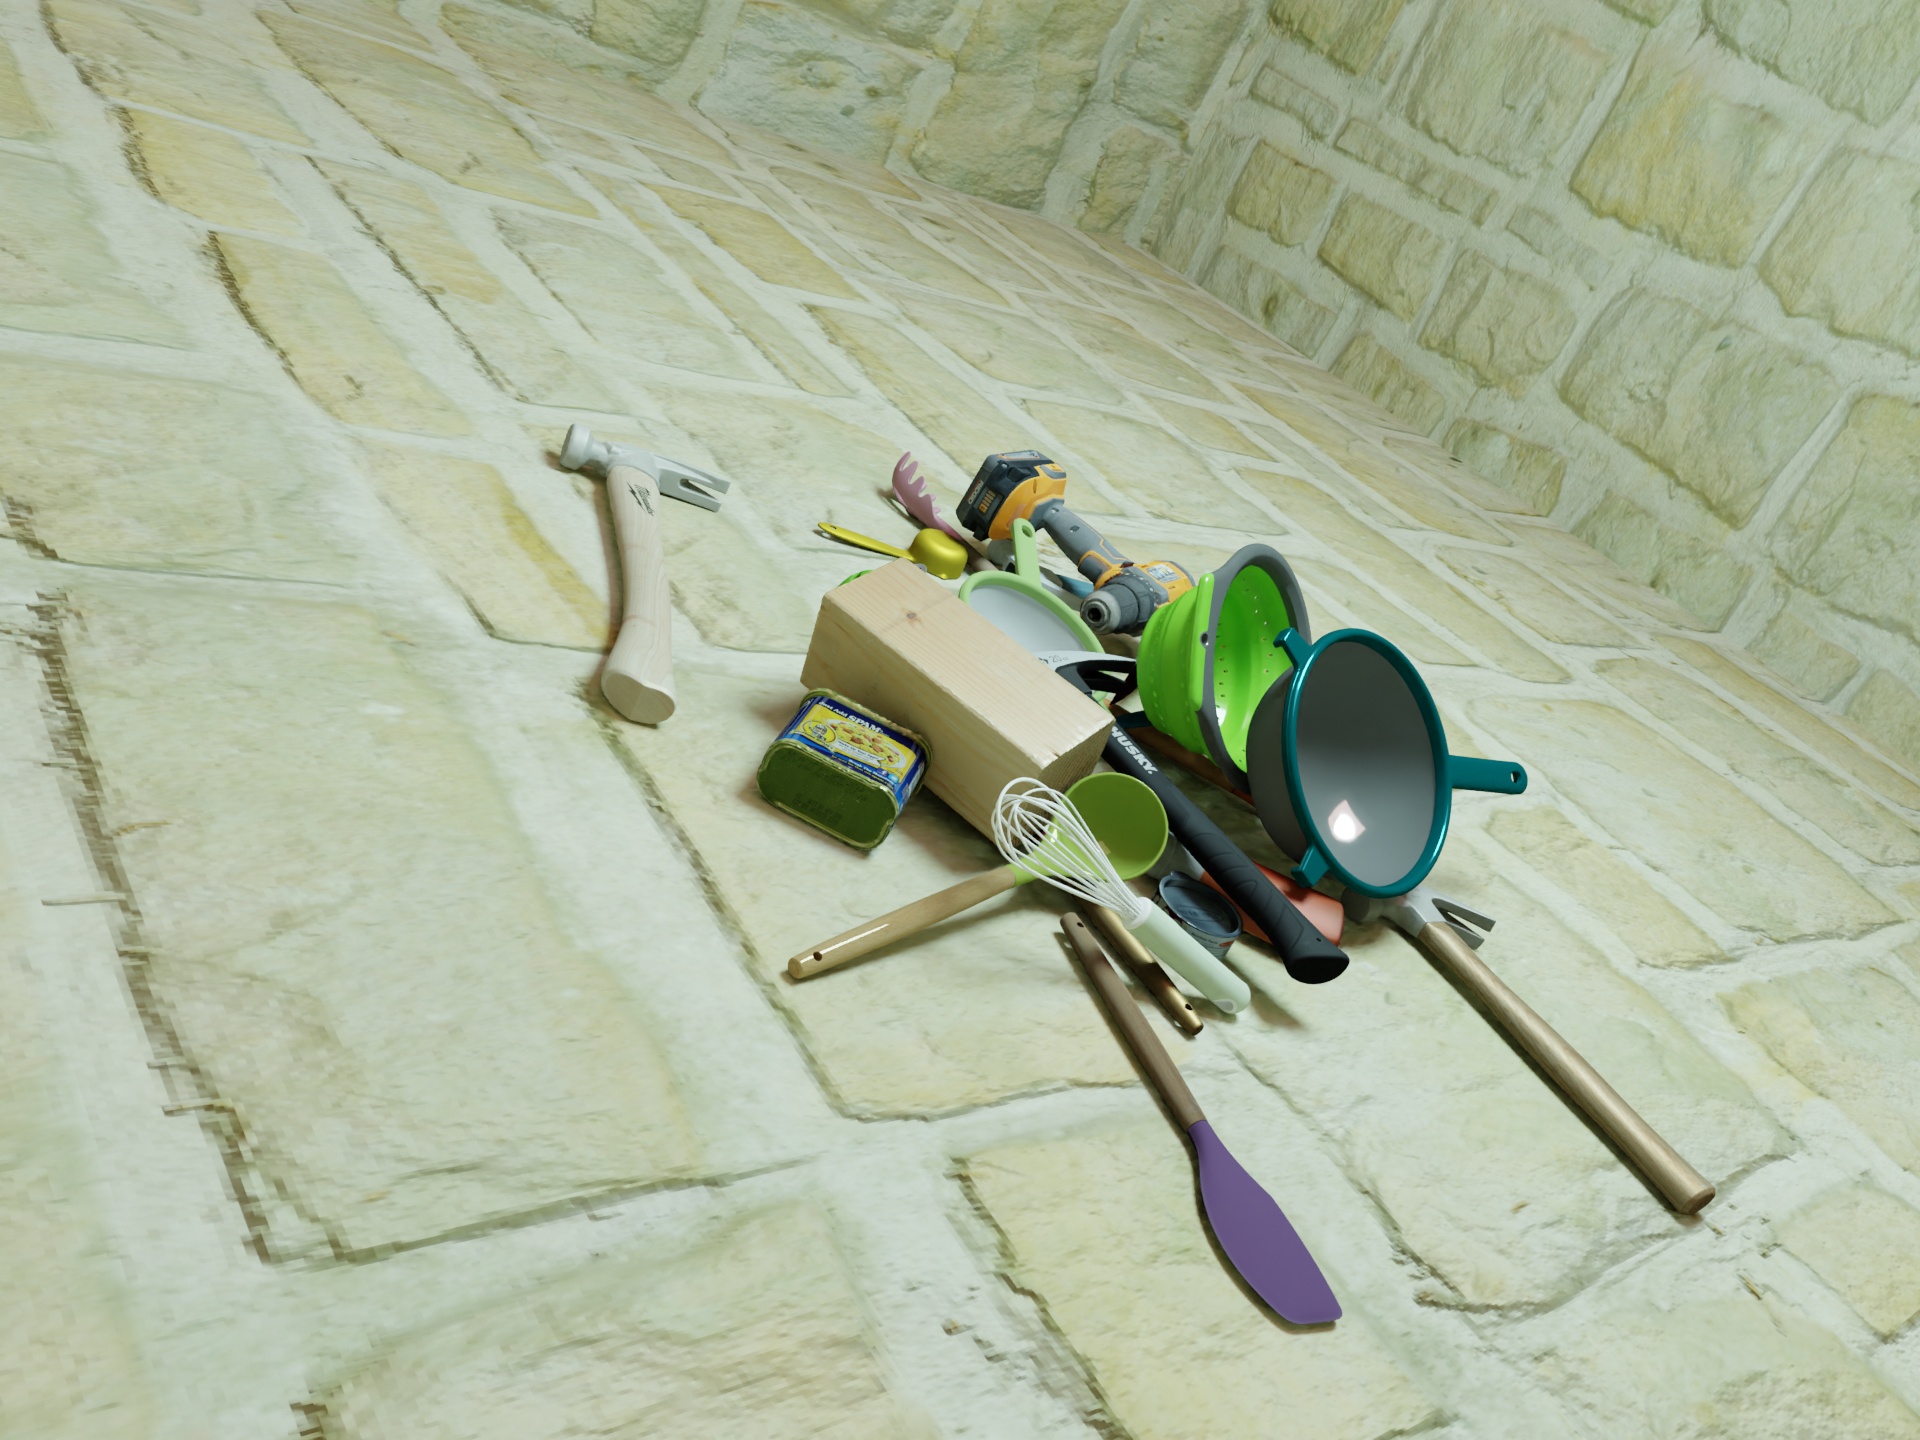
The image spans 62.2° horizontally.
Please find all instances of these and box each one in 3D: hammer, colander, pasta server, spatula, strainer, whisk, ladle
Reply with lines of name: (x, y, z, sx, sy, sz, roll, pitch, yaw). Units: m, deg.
hammer: (0.189, -0.117, 1.640, 0.330, 0.033, 0.128, 11, 29, -30)
colander: (0.256, -0.027, 1.382, 0.094, 0.204, 0.396, 1, -10, 35)
pasta server: (0.021, -0.161, 1.559, 0.316, 0.040, 0.060, 47, -6, 33)
hammer: (-0.237, -0.117, 1.233, 0.146, 0.038, 0.411, 17, 27, -23)
spatula: (0.221, 0.037, 1.371, 0.323, 0.041, 0.081, 31, 26, 11)
strainer: (0.046, -0.083, 1.369, 0.151, 0.069, 0.257, 26, 34, -21)
hammer: (0.435, 0.236, 1.207, 0.130, 0.031, 0.332, 4, 34, -38)
whisk: (0.108, 0.119, 1.022, 0.246, 0.058, 0.059, 41, 52, -26)
ladle: (0.071, 0.104, 1.121, 0.069, 0.031, 0.316, -1, 38, -40)
hammer: (0.160, 0.063, 1.165, 0.146, 0.035, 0.335, -12, 49, -42)
ladle: (0.019, 0.101, 1.010, 0.320, 0.062, 0.078, -17, 69, -45)
spatula: (0.128, 0.225, 0.952, 0.059, 0.018, 0.316, 9, 31, -31)
strainer: (0.339, 0.043, 1.301, 0.340, 0.095, 0.211, 6, 77, -41)

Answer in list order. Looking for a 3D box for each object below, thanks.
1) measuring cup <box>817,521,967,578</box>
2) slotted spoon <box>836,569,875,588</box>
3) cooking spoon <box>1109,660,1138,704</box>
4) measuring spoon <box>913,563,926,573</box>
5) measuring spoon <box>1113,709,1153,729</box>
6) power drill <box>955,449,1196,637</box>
measuring cup: (-0.062, -0.173, 1.509, 0.156, 0.029, 0.062, 14, 28, -30)
slotted spoon: (-0.090, -0.059, 1.267, 0.070, 0.031, 0.314, 3, 27, 7)
cooking spoon: (0.179, -0.056, 1.465, 0.017, 0.068, 0.319, 34, 15, 8)
measuring spoon: (-0.043, -0.120, 1.446, 0.034, 0.018, 0.124, 0, 21, 4)
measuring spoon: (0.147, 0.007, 1.356, 0.128, 0.021, 0.042, -8, 40, -34)
power drill: (0.104, -0.160, 1.510, 0.226, 0.084, 0.185, 40, 28, 15)
